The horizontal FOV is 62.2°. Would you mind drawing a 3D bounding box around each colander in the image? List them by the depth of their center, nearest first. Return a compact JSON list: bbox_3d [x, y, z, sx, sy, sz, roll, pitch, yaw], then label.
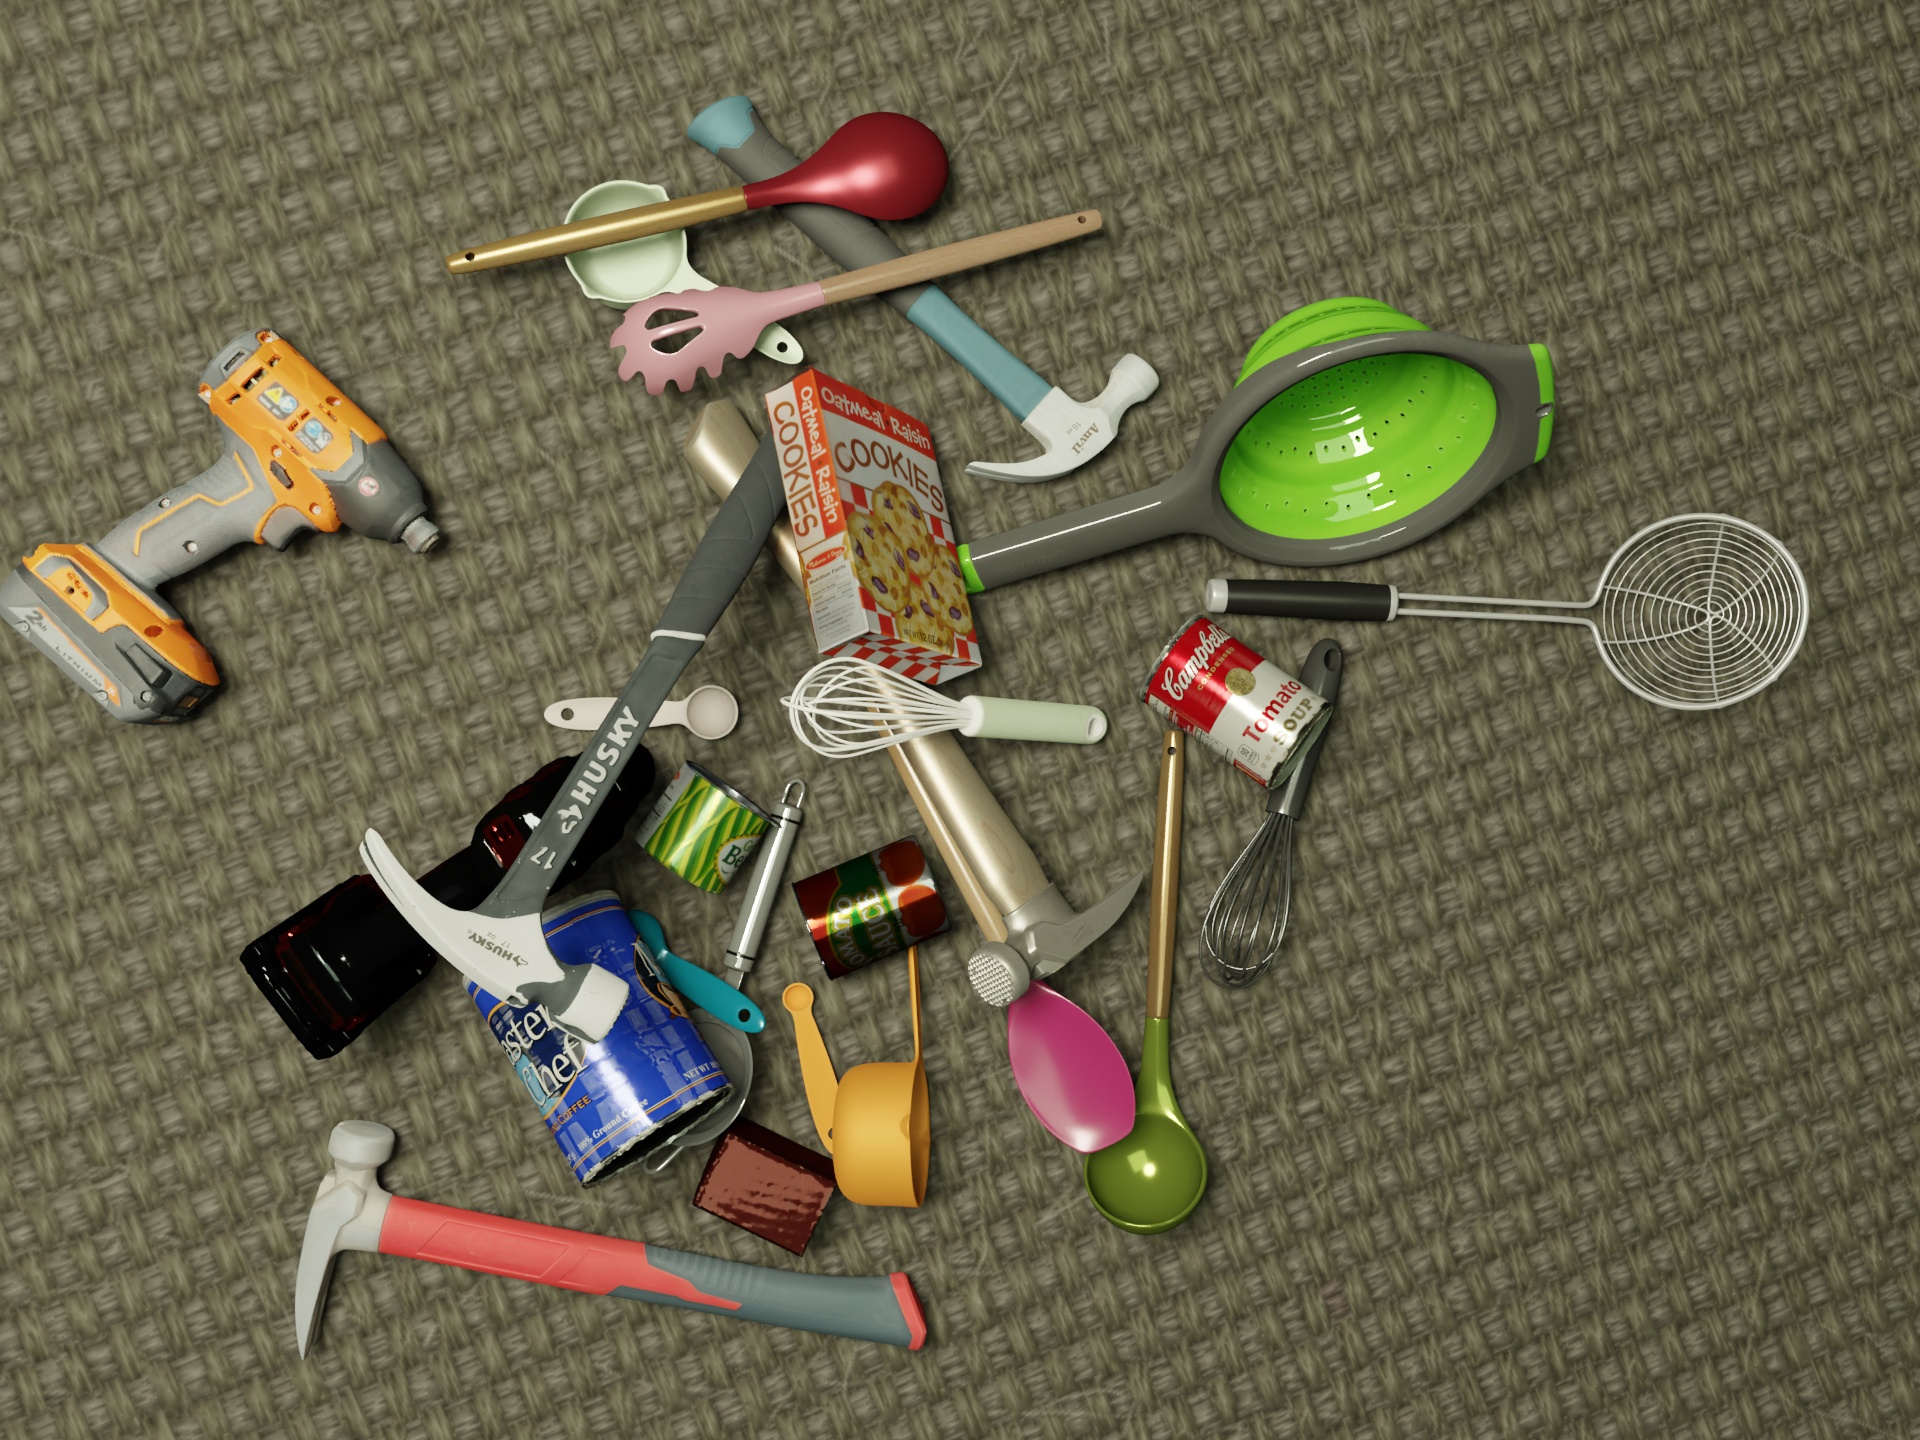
[{"bbox_3d":[0.160,-0.172,1.003,0.397,0.204,0.095,-16,57,10],"label":"colander"}]

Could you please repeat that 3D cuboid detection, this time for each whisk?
[{"bbox_3d":[-0.002,-0.003,0.959,0.246,0.059,0.058,4,98,-41],"label":"whisk"},{"bbox_3d":[0.206,0.059,1.034,0.055,0.055,0.239,18,84,-5],"label":"whisk"}]

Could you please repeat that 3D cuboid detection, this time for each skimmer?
[{"bbox_3d":[0.345,-0.075,1.019,0.363,0.090,0.127,2,91,-4],"label":"skimmer"}]

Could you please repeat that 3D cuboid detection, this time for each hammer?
[{"bbox_3d":[-0.169,-0.033,0.878,0.149,0.036,0.409,33,55,-13],"label":"hammer"},{"bbox_3d":[-0.214,0.359,0.997,0.386,0.038,0.143,13,90,-5],"label":"hammer"},{"bbox_3d":[-0.039,-0.028,0.997,0.146,0.038,0.411,-29,84,-43],"label":"hammer"},{"bbox_3d":[-0.035,-0.279,1.018,0.331,0.033,0.128,41,85,-3],"label":"hammer"}]

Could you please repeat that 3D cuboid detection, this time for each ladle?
[{"bbox_3d":[-0.158,-0.315,0.975,0.315,0.031,0.069,-15,89,-6],"label":"ladle"},{"bbox_3d":[0.126,0.165,1.020,0.078,0.062,0.320,3,87,14],"label":"ladle"}]

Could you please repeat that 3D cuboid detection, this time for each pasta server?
[{"bbox_3d":[-0.061,-0.270,0.987,0.316,0.040,0.060,-18,92,-10],"label":"pasta server"}]

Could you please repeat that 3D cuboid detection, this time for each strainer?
[{"bbox_3d":[-0.140,0.160,1.004,0.087,0.050,0.258,13,82,34],"label":"strainer"}]

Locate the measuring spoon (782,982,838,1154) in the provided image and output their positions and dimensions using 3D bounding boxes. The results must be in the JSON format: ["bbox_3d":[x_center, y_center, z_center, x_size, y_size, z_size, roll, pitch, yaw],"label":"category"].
[{"bbox_3d":[-0.092,0.224,1.024,0.021,0.011,0.117,-15,95,-5],"label":"measuring spoon"}]

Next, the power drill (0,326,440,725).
[{"bbox_3d":[-0.438,-0.103,0.960,0.164,0.084,0.226,43,83,-4],"label":"power drill"}]

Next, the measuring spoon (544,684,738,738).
[{"bbox_3d":[-0.202,-0.005,1.014,0.124,0.018,0.034,-1,90,2],"label":"measuring spoon"}]

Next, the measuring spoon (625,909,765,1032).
[{"bbox_3d":[-0.174,0.157,0.983,0.129,0.021,0.042,27,84,22],"label":"measuring spoon"}]

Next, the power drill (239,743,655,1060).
[{"bbox_3d":[-0.287,0.090,0.943,0.226,0.188,0.080,-32,98,14],"label":"power drill"}]

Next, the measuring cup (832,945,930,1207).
[{"bbox_3d":[-0.051,0.217,1.001,0.052,0.095,0.174,-4,70,6],"label":"measuring cup"}]

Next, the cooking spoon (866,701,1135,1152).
[{"bbox_3d":[0.019,0.125,1.009,0.069,0.017,0.319,-29,85,12],"label":"cooking spoon"}]

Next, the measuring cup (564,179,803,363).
[{"bbox_3d":[-0.172,-0.272,1.005,0.167,0.038,0.083,33,87,-6],"label":"measuring cup"}]
